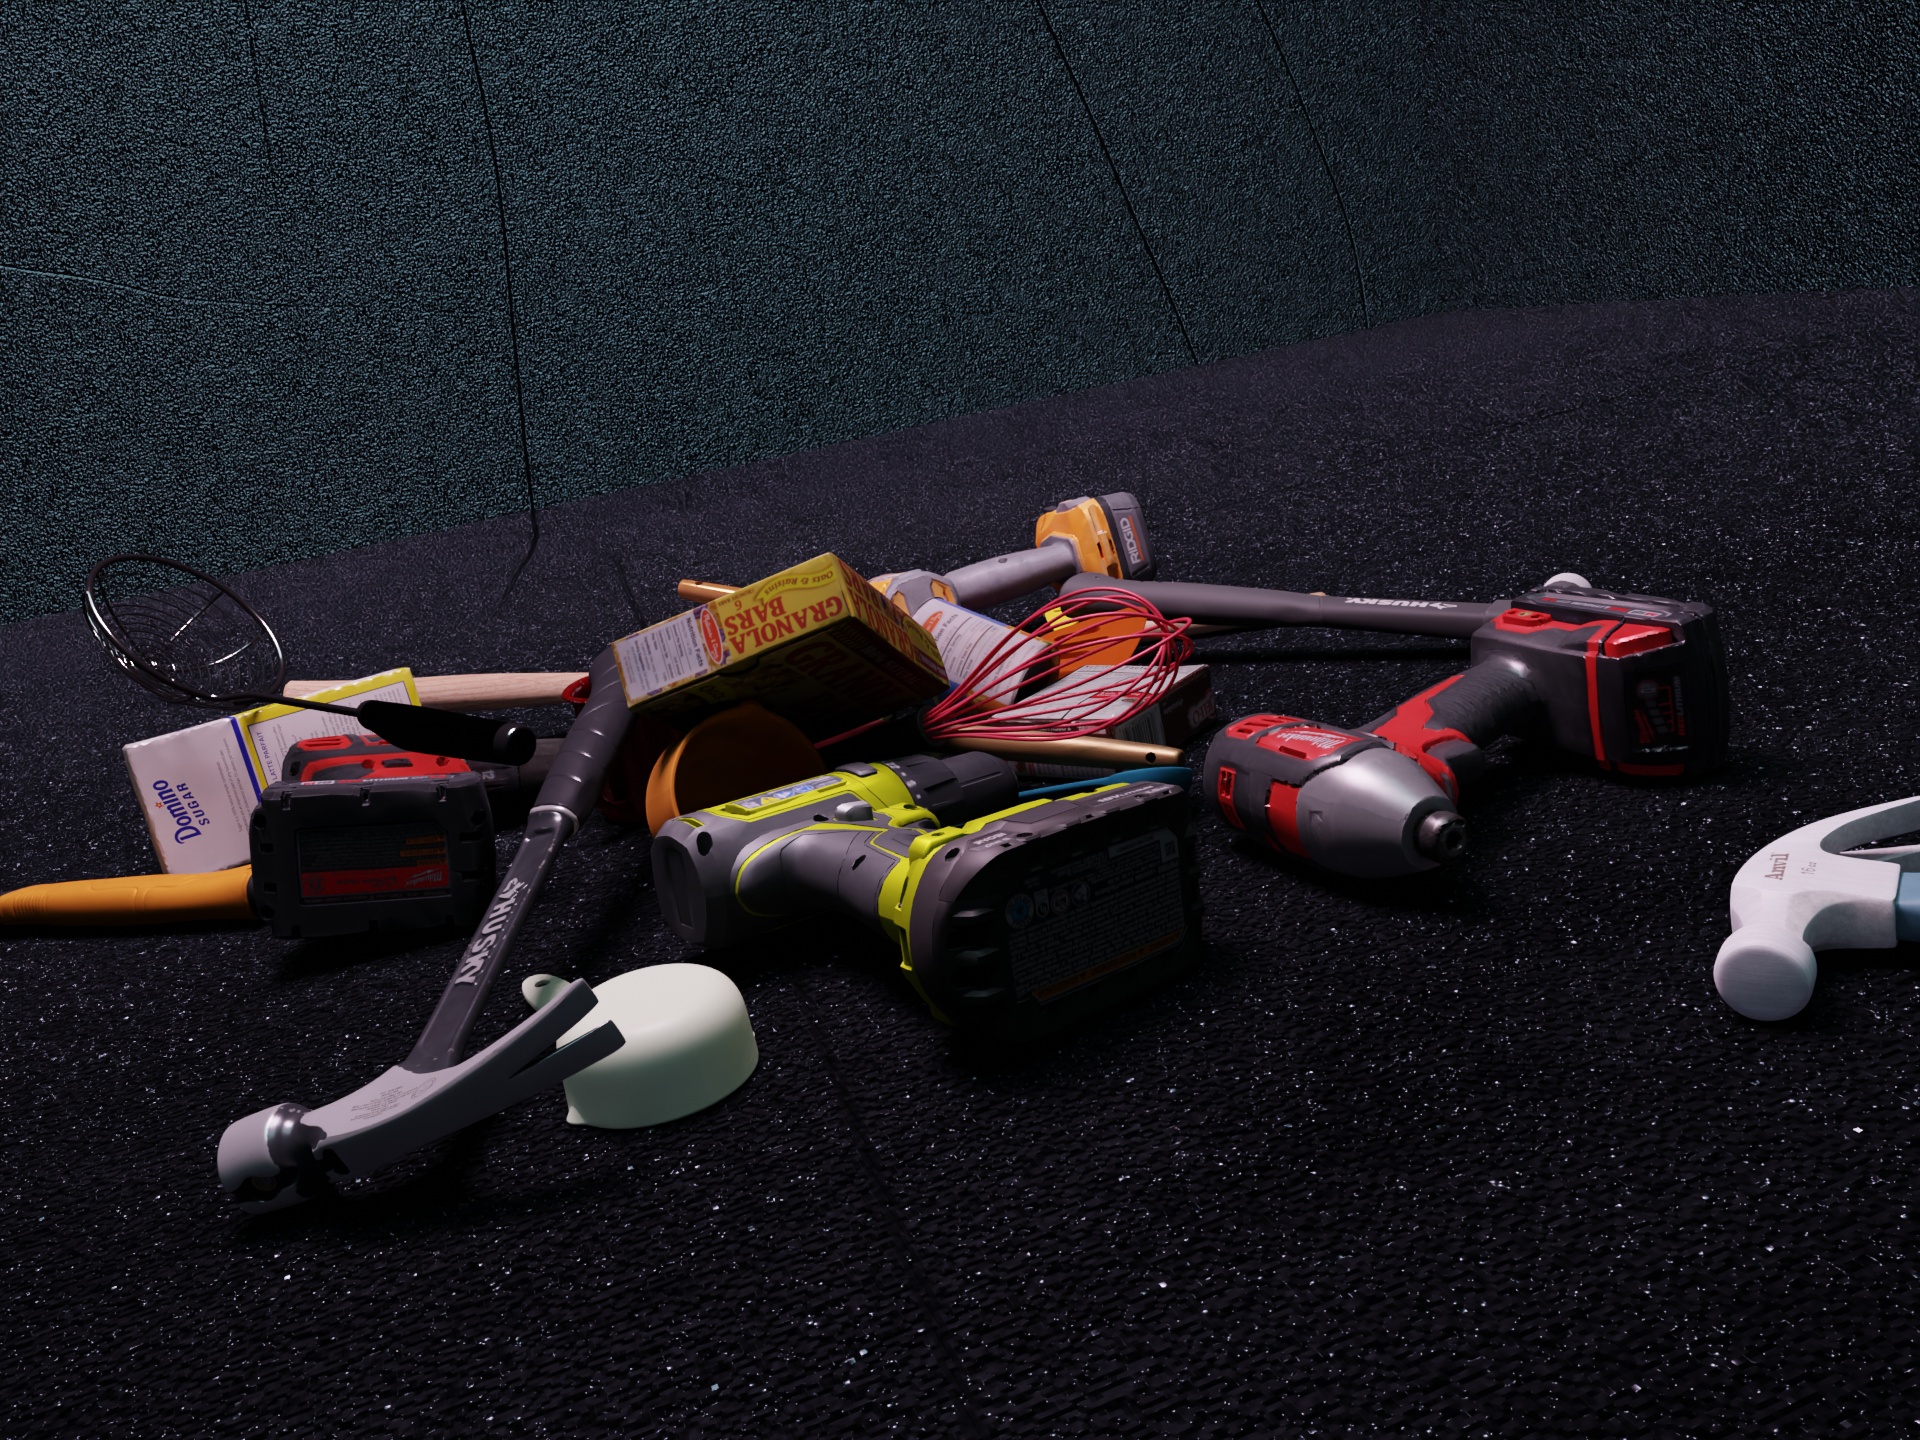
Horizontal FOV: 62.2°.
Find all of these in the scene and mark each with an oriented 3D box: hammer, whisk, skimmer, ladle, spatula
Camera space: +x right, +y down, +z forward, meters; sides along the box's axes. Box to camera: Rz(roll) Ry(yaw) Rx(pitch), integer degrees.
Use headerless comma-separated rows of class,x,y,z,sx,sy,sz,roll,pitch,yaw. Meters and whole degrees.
hammer,-0.188,0.053,0.731,0.149,0.036,0.409,-22,24,12
whisk,-0.001,-0.003,0.846,0.296,0.073,0.073,-22,6,38
skimmer,-0.376,-0.039,0.927,0.363,0.090,0.127,9,-3,32
ladle,-0.016,0.011,0.905,0.315,0.069,0.031,4,-1,34
hammer,0.217,-0.069,1.018,0.335,0.035,0.146,6,22,30
spatula,-0.039,-0.068,1.054,0.322,0.041,0.081,11,36,14
hammer,-0.544,0.111,0.943,0.337,0.034,0.127,-5,16,19
hammer,0.420,0.066,0.486,0.331,0.033,0.128,0,20,33
hammer,-0.317,-0.022,1.163,0.331,0.031,0.130,-3,15,-13

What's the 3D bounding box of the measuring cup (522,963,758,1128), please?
measuring cup,-0.147,0.117,0.657,0.083,0.038,0.168,-21,21,-34

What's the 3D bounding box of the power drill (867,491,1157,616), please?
power drill,0.019,-0.109,1.260,0.226,0.084,0.185,-20,8,-15

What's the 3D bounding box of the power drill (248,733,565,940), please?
power drill,-0.300,0.050,0.912,0.188,0.080,0.227,-3,11,-14

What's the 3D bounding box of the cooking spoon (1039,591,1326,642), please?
cooking spoon,0.103,-0.061,1.147,0.319,0.017,0.069,-8,16,11

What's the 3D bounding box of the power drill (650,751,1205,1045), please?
power drill,-0.003,0.060,0.699,0.190,0.080,0.229,-16,14,-35

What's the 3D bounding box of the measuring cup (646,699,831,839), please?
measuring cup,-0.081,0.045,0.830,0.173,0.095,0.052,5,-17,-34

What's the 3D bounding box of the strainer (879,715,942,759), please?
strainer,-0.094,-0.017,1.029,0.151,0.069,0.256,-20,17,-31

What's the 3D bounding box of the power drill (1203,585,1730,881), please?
power drill,0.236,0.010,0.725,0.219,0.078,0.143,-20,18,-21

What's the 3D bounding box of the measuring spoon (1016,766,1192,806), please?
measuring spoon,0.060,0.044,0.825,0.128,0.021,0.042,-12,-13,29

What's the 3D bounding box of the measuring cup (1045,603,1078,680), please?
measuring cup,0.076,-0.052,1.108,0.062,0.029,0.157,-11,17,2
